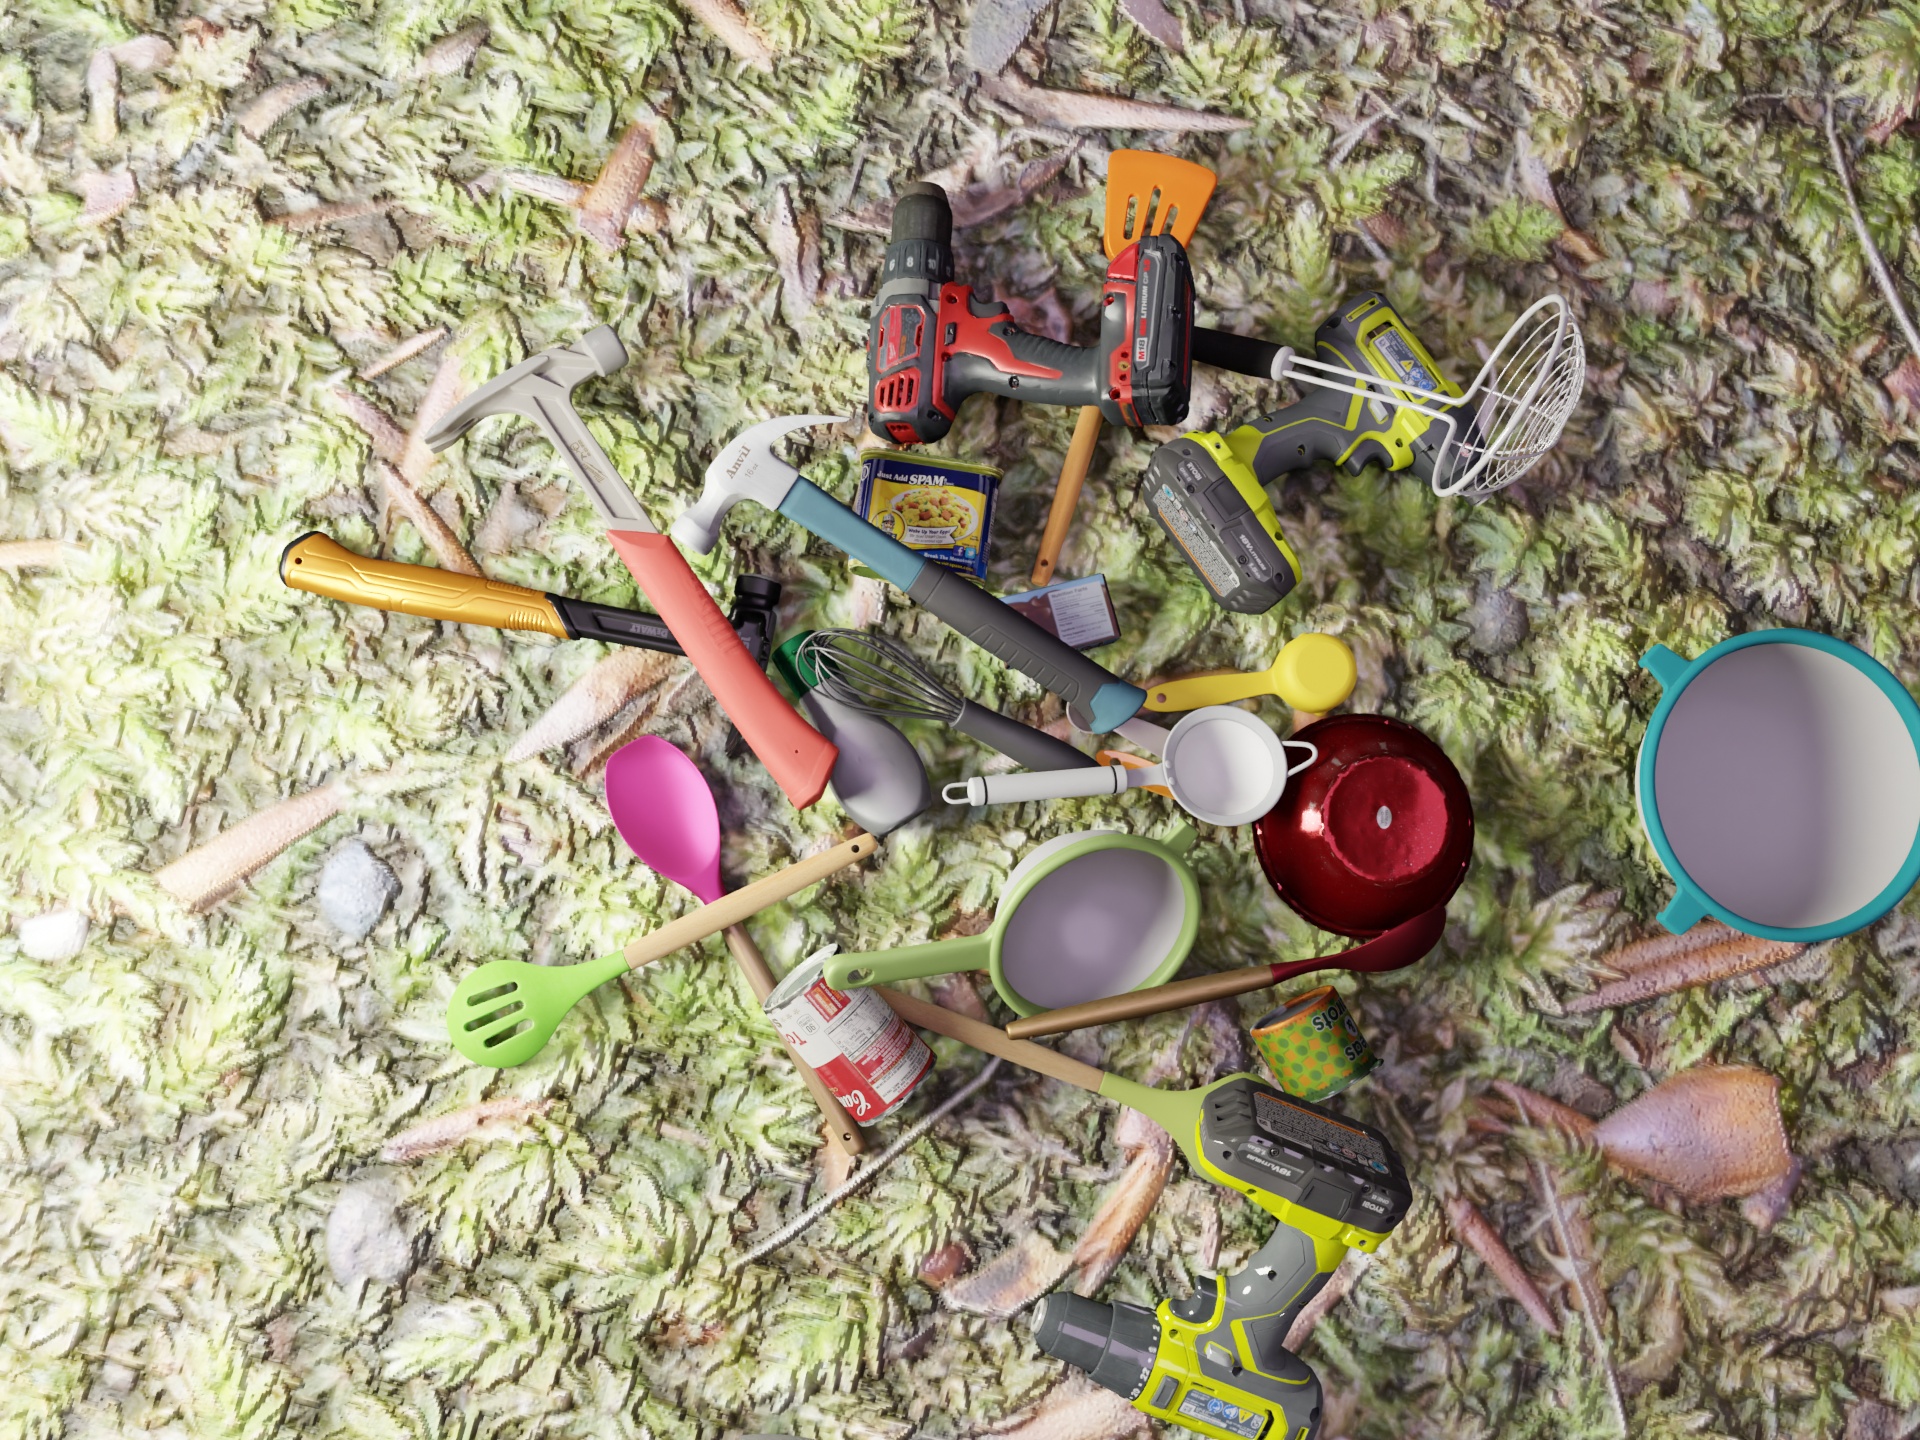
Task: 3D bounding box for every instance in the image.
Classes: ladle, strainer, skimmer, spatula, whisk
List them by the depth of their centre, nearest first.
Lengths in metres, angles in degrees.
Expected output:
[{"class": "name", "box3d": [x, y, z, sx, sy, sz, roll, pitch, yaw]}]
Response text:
[{"class": "skimmer", "box3d": [0.234, -0.229, 1.009, 0.090, 0.364, 0.127, 24, 94, -42]}, {"class": "strainer", "box3d": [0.030, 0.134, 1.053, 0.256, 0.069, 0.151, -7, 120, -15]}, {"class": "ladle", "box3d": [0.183, 0.175, 1.066, 0.315, 0.069, 0.031, -11, 63, -9]}, {"class": "whisk", "box3d": [-0.002, -0.002, 1.078, 0.238, 0.055, 0.055, 25, 81, -17]}, {"class": "ladle", "box3d": [0.071, 0.234, 1.079, 0.320, 0.062, 0.078, 20, 88, 6]}, {"class": "strainer", "box3d": [0.114, 0.039, 1.083, 0.258, 0.050, 0.087, -4, 70, -11]}, {"class": "strainer", "box3d": [0.617, 0.044, 1.111, 0.340, 0.095, 0.211, -1, 85, -6]}, {"class": "spatula", "box3d": [0.103, -0.251, 1.142, 0.081, 0.041, 0.323, 16, 83, 7]}]

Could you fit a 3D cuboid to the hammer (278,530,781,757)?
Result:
[{"class": "hammer", "box3d": [-0.299, -0.068, 1.094, 0.337, 0.034, 0.127, 11, 80, -2]}]

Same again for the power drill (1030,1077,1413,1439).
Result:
[{"class": "power drill", "box3d": [0.167, 0.351, 1.016, 0.190, 0.080, 0.228, 22, 107, -1]}]

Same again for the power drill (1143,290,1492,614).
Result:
[{"class": "power drill", "box3d": [0.258, -0.180, 1.127, 0.223, 0.080, 0.171, -34, 85, -11]}]

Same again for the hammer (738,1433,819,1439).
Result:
[{"class": "hammer", "box3d": [-0.150, 0.620, 1.008, 0.146, 0.035, 0.335, 31, 82, 0]}]

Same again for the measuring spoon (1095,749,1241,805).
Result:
[{"class": "measuring spoon", "box3d": [0.149, 0.048, 1.121, 0.117, 0.011, 0.021, 22, 67, 3]}]

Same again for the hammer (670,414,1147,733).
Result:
[{"class": "hammer", "box3d": [-0.019, -0.089, 1.064, 0.331, 0.033, 0.128, 32, 96, -12]}]

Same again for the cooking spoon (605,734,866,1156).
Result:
[{"class": "cooking spoon", "box3d": [-0.149, 0.153, 1.081, 0.069, 0.017, 0.319, -30, 85, -3]}]

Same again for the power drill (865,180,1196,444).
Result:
[{"class": "power drill", "box3d": [0.045, -0.288, 1.106, 0.227, 0.080, 0.188, 2, 81, 16]}]

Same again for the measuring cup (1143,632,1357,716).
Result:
[{"class": "measuring cup", "box3d": [0.205, -0.027, 1.123, 0.156, 0.029, 0.062, -9, 83, -7]}]

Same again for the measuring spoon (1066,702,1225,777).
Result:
[{"class": "measuring spoon", "box3d": [0.130, 0.011, 1.124, 0.124, 0.018, 0.034, 25, 84, -7]}]

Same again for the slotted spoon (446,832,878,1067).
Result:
[{"class": "slotted spoon", "box3d": [-0.199, 0.146, 1.061, 0.314, 0.031, 0.070, -25, 84, -3]}]

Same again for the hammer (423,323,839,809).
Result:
[{"class": "hammer", "box3d": [-0.205, -0.089, 1.068, 0.149, 0.036, 0.359, -34, 84, -9]}]
